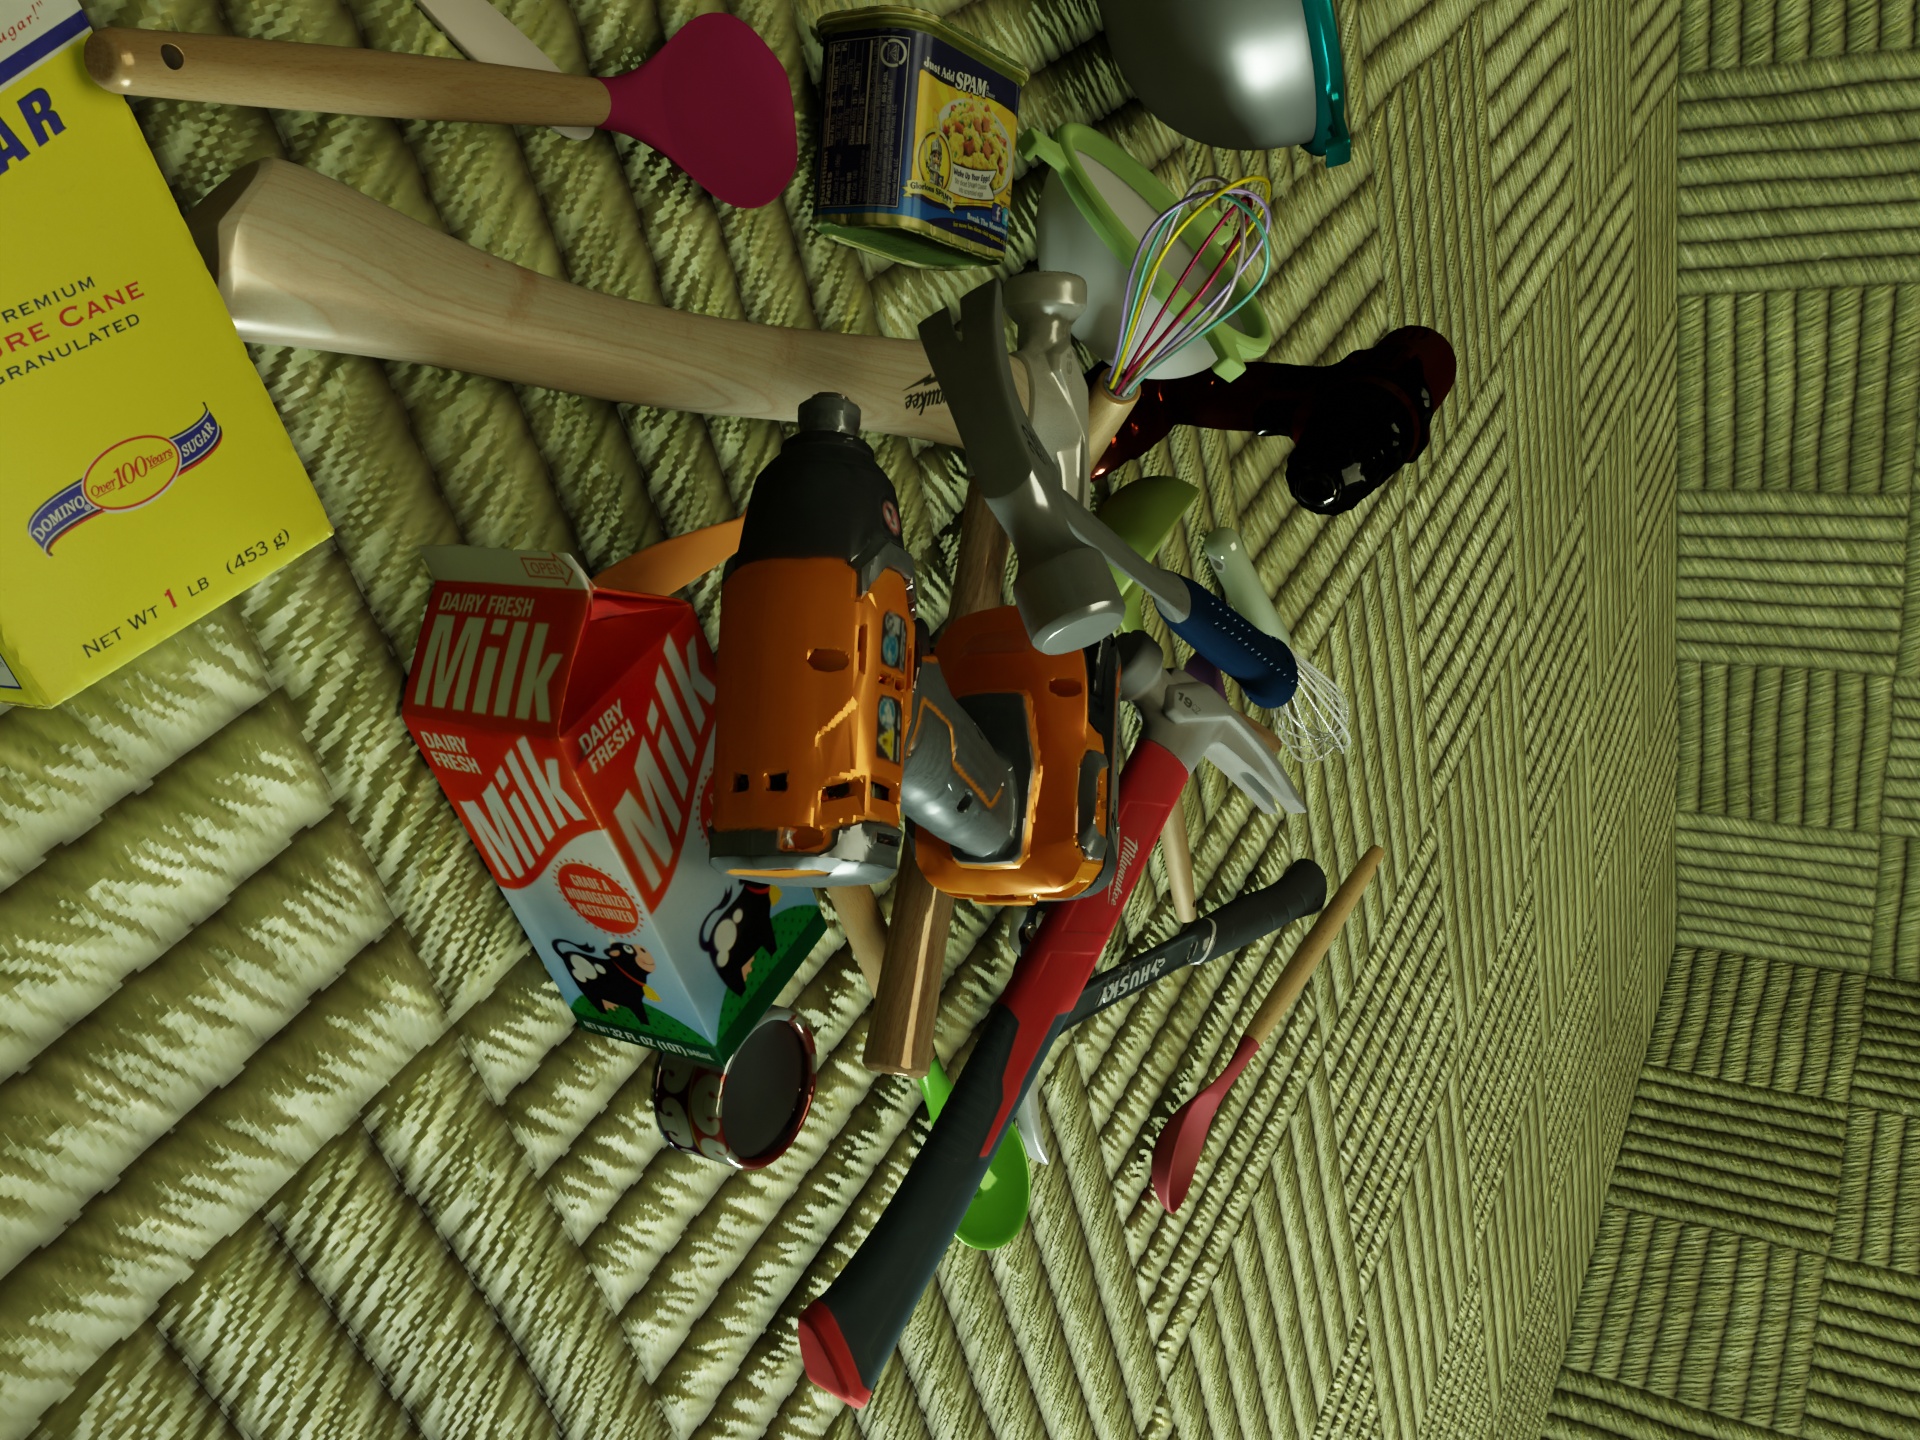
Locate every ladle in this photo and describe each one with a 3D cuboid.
[{"bbox_3d":[0.127,0.001,0.946,0.078,0.062,0.319,-51,139,-43],"label":"ladle"},{"bbox_3d":[0.214,0.201,1.096,0.315,0.031,0.069,-49,145,-26],"label":"ladle"}]

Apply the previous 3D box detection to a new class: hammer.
[{"bbox_3d":[-0.001,-0.002,0.738,0.130,0.031,0.331,32,64,-56],"label":"hammer"},{"bbox_3d":[0.140,0.146,0.984,0.409,0.036,0.149,-10,112,-55],"label":"hammer"},{"bbox_3d":[-0.076,-0.119,0.579,0.410,0.038,0.146,-5,95,-52],"label":"hammer"},{"bbox_3d":[0.046,0.147,0.768,0.143,0.038,0.386,42,64,-23],"label":"hammer"},{"bbox_3d":[0.091,-0.064,0.716,0.405,0.035,0.144,21,46,-65],"label":"hammer"}]

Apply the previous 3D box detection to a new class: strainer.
[{"bbox_3d":[0.099,-0.241,0.852,0.151,0.069,0.256,48,27,-2],"label":"strainer"},{"bbox_3d":[0.090,-0.424,0.764,0.211,0.095,0.340,-92,160,-62],"label":"strainer"}]

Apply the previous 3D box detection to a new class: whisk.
[{"bbox_3d":[0.084,-0.167,0.733,0.047,0.051,0.245,-58,-179,-25],"label":"whisk"},{"bbox_3d":[0.219,-0.049,1.095,0.059,0.058,0.246,-45,134,-7],"label":"whisk"}]

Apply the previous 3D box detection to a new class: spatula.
[{"bbox_3d":[0.172,0.000,1.000,0.315,0.018,0.060,18,85,-69],"label":"spatula"}]

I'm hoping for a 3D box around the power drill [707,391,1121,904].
[{"bbox_3d":[-0.012,-0.014,0.592,0.226,0.084,0.164,22,67,-62],"label":"power drill"}]

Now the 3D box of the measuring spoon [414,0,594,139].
[{"bbox_3d":[-0.151,-0.222,0.494,0.124,0.018,0.034,34,67,-56],"label":"measuring spoon"}]

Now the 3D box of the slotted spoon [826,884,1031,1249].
[{"bbox_3d":[-0.026,0.140,0.753,0.070,0.031,0.313,-53,135,-40],"label":"slotted spoon"}]

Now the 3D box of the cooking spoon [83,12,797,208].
[{"bbox_3d":[-0.131,-0.195,0.497,0.319,0.017,0.068,-36,124,-61],"label":"cooking spoon"}]

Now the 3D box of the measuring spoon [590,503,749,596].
[{"bbox_3d":[-0.104,-0.060,0.604,0.117,0.011,0.021,-37,126,-50],"label":"measuring spoon"}]
